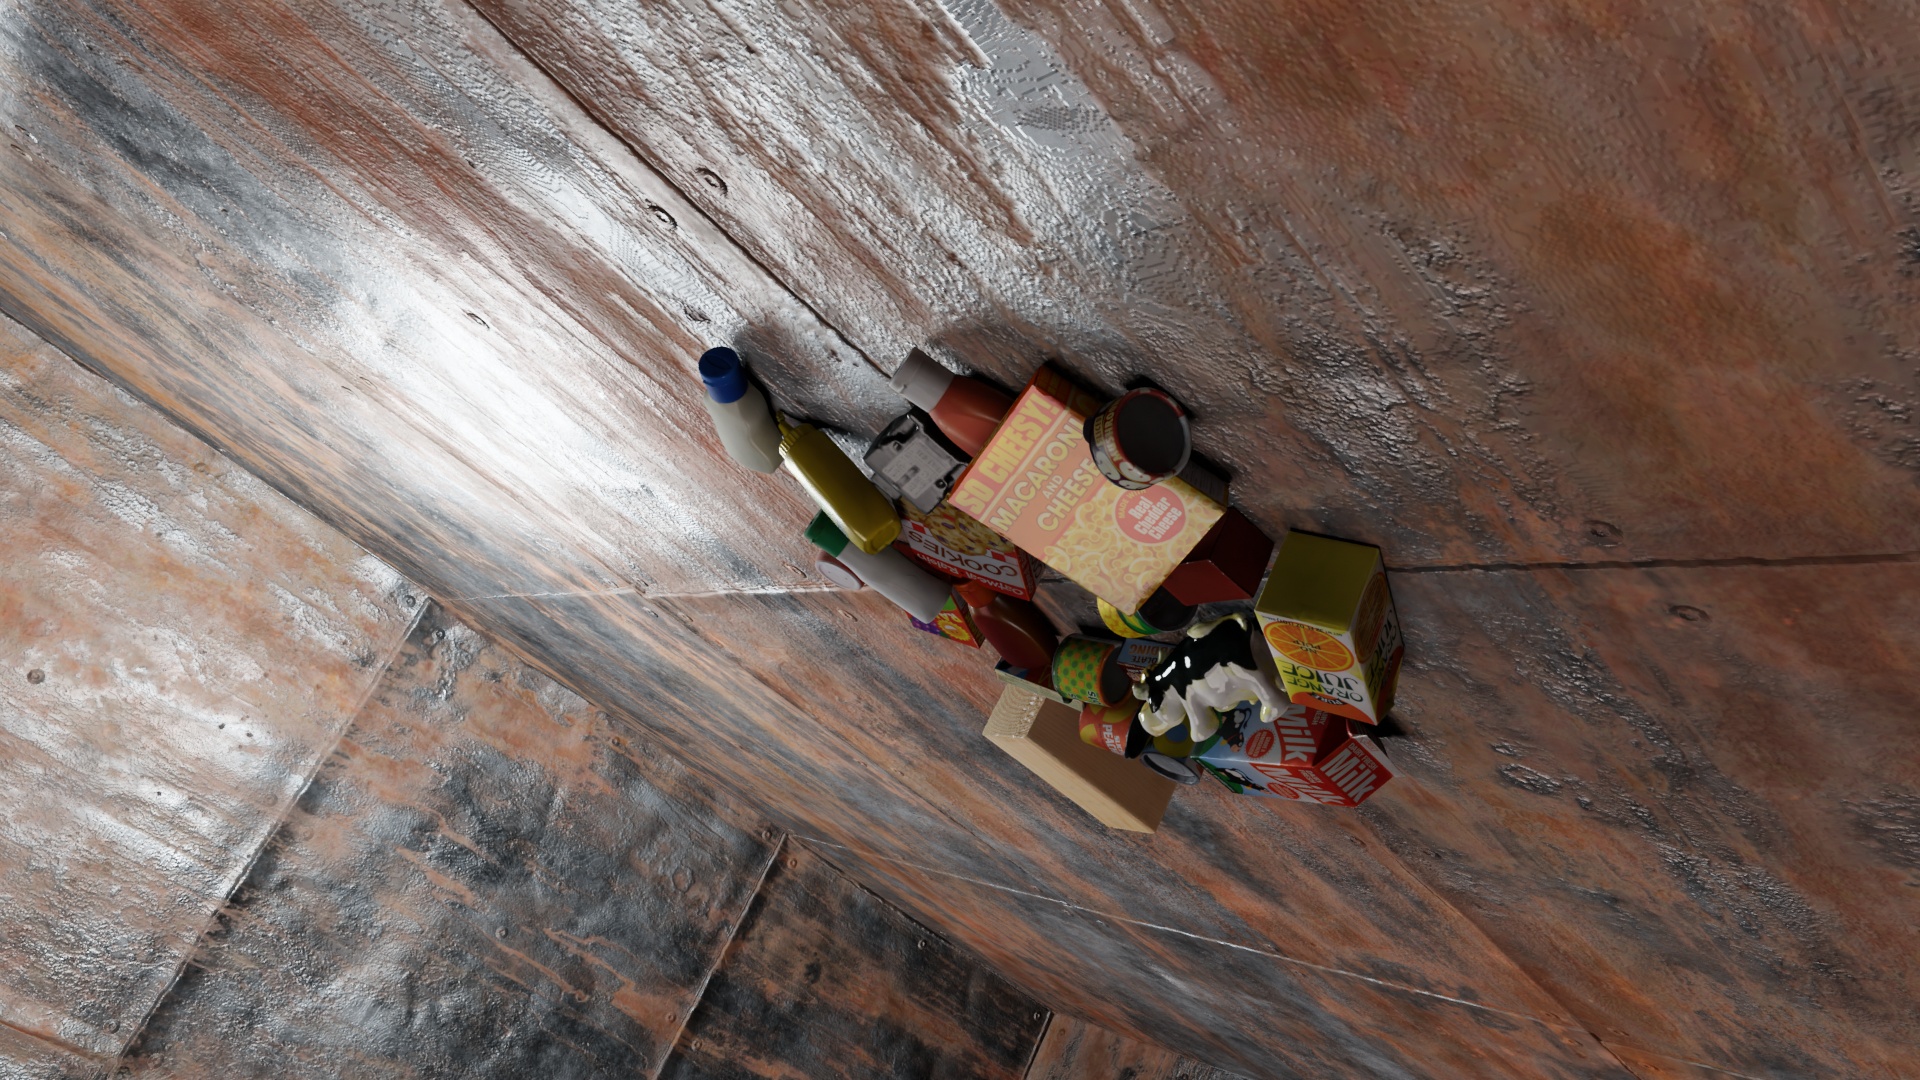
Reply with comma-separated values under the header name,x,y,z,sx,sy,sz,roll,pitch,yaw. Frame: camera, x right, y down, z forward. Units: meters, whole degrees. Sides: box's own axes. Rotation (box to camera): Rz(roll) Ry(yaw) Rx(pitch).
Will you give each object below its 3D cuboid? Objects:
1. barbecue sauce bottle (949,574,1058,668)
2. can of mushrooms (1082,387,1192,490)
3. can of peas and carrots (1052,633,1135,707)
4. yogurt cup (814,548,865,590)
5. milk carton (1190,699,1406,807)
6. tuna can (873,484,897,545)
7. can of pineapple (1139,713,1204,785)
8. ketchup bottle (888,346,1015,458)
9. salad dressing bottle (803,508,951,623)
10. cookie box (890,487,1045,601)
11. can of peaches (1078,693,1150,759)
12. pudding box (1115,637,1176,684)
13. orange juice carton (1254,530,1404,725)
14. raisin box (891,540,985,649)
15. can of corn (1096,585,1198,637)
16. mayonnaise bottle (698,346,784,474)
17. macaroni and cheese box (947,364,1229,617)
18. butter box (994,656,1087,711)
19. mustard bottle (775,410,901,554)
name,x,y,z,sx,sy,sz,roll,pitch,yaw
barbecue sauce bottle,0.040,0.073,1.385,0.065,0.044,0.148,-1,144,36
can of mushrooms,0.122,-0.070,0.952,0.071,0.071,0.033,36,156,-16
can of peas and carrots,0.132,0.130,1.364,0.058,0.071,0.070,6,149,41
yogurt cup,-0.114,0.015,1.429,0.072,0.054,0.072,24,156,11
milk carton,0.314,0.193,1.283,0.072,0.074,0.190,42,154,-28
tuna can,-0.087,-0.025,1.339,0.071,0.033,0.070,24,157,11
can of pineapple,0.227,0.213,1.447,0.071,0.058,0.070,24,157,11
ketchup bottle,0.016,-0.092,1.060,0.149,0.044,0.064,33,145,-10
salad dressing bottle,-0.079,0.022,1.327,0.147,0.044,0.064,35,167,-11
cookie box,0.004,-0.016,1.242,0.123,0.040,0.166,20,156,20
can of peaches,0.163,0.191,1.458,0.058,0.071,0.071,17,155,29
pudding box,0.196,0.122,1.326,0.083,0.030,0.049,9,151,41
orange juice carton,0.290,0.079,1.067,0.072,0.073,0.192,13,153,32
raisin box,-0.023,0.057,1.432,0.086,0.040,0.123,16,153,27
can of corn,0.154,0.045,1.163,0.071,0.071,0.058,36,157,-16
mayonnaise bottle,-0.201,-0.119,1.263,0.065,0.041,0.147,28,158,20
macaroni and cheese box,0.093,-0.034,1.023,0.166,0.040,0.123,32,123,-7
butter box,0.093,0.135,1.446,0.103,0.053,0.024,19,153,21
mustard bottle,-0.119,-0.058,1.251,0.160,0.049,0.065,47,172,18
